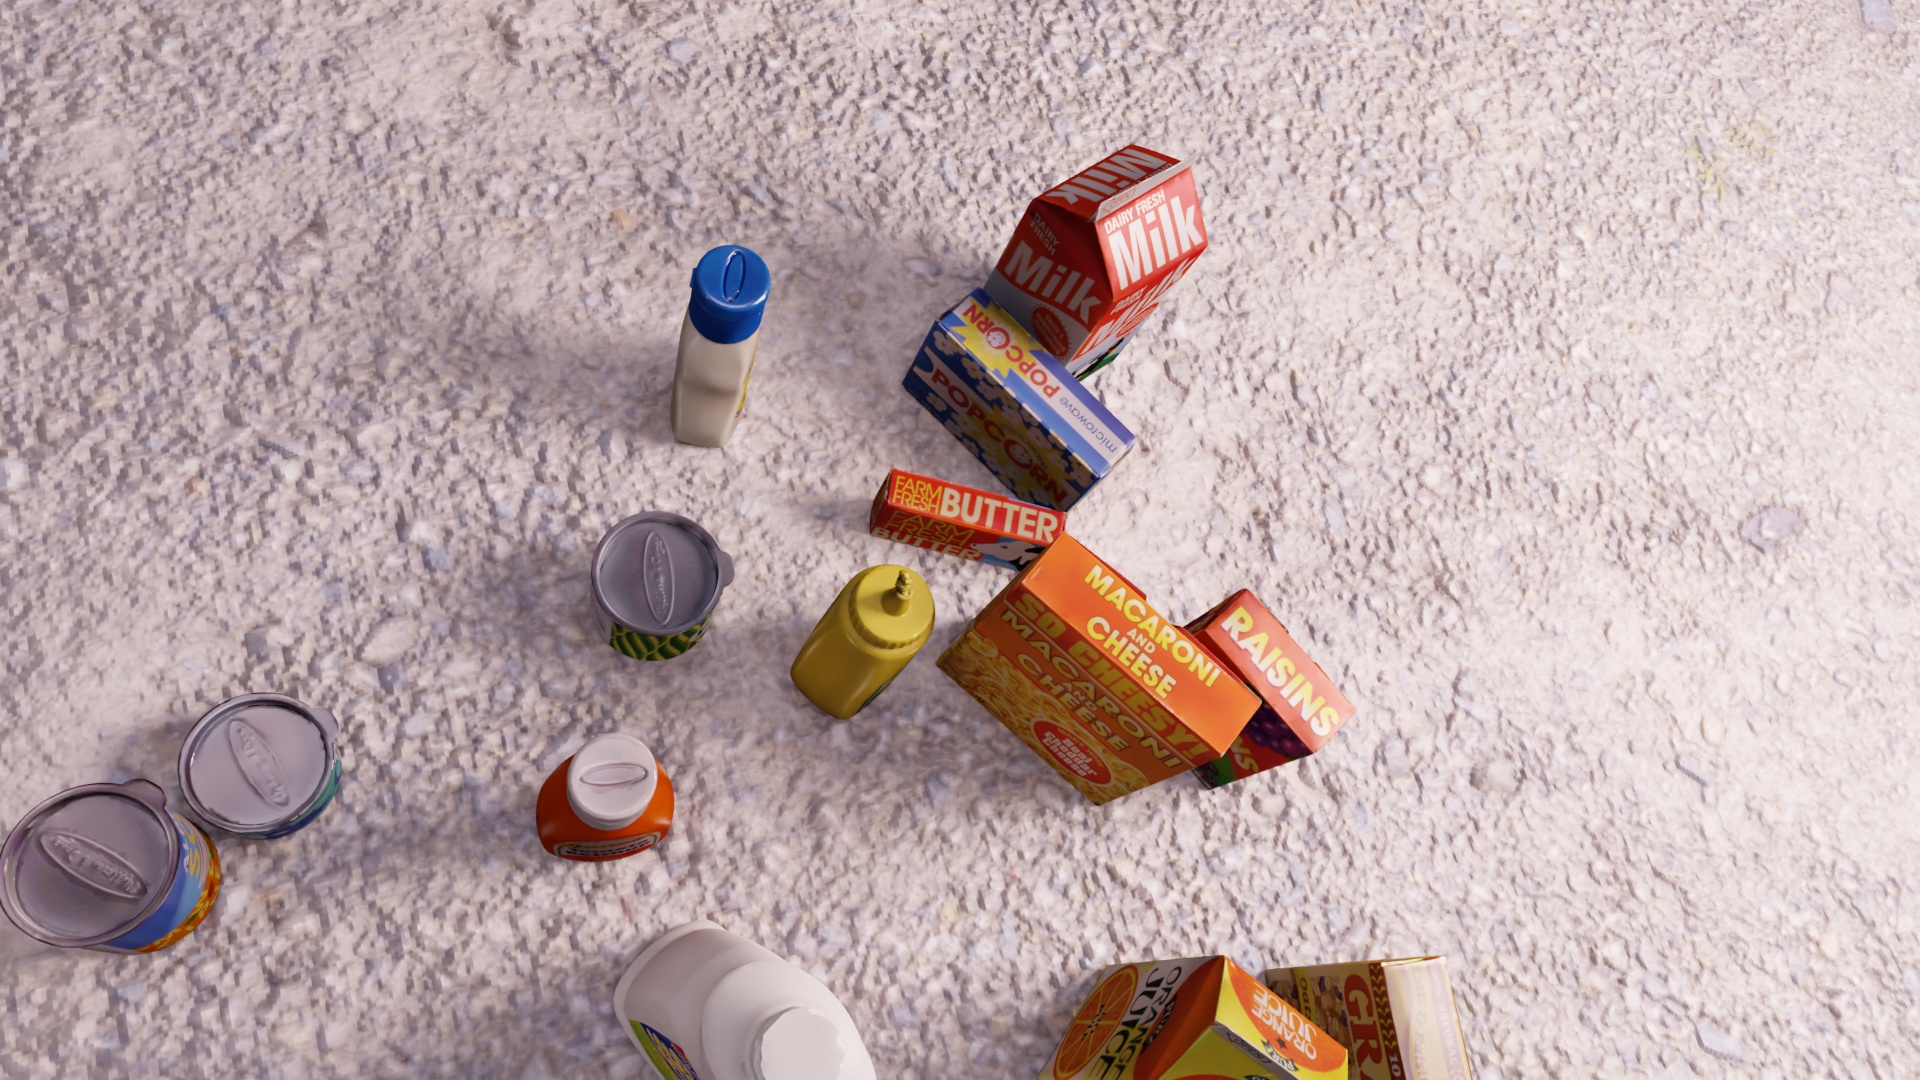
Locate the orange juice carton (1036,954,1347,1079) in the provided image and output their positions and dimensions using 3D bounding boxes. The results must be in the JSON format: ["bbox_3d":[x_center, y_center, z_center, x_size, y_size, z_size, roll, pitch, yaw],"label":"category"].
[{"bbox_3d":[0.110,0.246,0.647,0.072,0.192,0.073,38,66,-1],"label":"orange juice carton"}]

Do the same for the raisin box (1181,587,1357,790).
[{"bbox_3d":[0.145,0.083,0.752,0.040,0.123,0.086,-39,85,-23],"label":"raisin box"}]

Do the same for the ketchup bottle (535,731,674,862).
[{"bbox_3d":[-0.162,0.119,0.638,0.065,0.148,0.043,-3,73,-17],"label":"ketchup bottle"}]

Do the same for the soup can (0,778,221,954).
[{"bbox_3d":[-0.366,0.143,0.607,0.071,0.083,0.071,5,70,-14],"label":"soup can"}]

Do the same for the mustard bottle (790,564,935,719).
[{"bbox_3d":[-0.044,0.046,0.691,0.049,0.159,0.065,40,66,0],"label":"mustard bottle"}]

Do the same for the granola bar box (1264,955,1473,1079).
[{"bbox_3d":[0.212,0.296,0.695,0.039,0.123,0.166,-2,72,-17],"label":"granola bar box"}]

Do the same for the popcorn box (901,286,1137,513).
[{"bbox_3d":[0.032,-0.074,0.796,0.127,0.085,0.038,44,66,2],"label":"popcorn box"}]

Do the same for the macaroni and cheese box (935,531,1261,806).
[{"bbox_3d":[0.063,0.070,0.709,0.124,0.166,0.040,41,66,1],"label":"macaroni and cheese box"}]

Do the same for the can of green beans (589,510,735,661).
[{"bbox_3d":[-0.158,0.025,0.722,0.071,0.057,0.071,5,70,-14],"label":"can of green beans"}]

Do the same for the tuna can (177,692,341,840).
[{"bbox_3d":[-0.328,0.106,0.659,0.071,0.032,0.071,5,70,-14],"label":"tuna can"}]

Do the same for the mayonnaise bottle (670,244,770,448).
[{"bbox_3d":[-0.126,-0.102,0.727,0.041,0.147,0.065,11,69,-12],"label":"mayonnaise bottle"}]

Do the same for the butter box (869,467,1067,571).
[{"bbox_3d":[0.003,-0.010,0.783,0.103,0.053,0.024,14,68,-11],"label":"butter box"}]

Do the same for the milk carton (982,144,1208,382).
[{"bbox_3d":[0.072,-0.151,0.777,0.072,0.190,0.073,-33,83,-23],"label":"milk carton"}]
